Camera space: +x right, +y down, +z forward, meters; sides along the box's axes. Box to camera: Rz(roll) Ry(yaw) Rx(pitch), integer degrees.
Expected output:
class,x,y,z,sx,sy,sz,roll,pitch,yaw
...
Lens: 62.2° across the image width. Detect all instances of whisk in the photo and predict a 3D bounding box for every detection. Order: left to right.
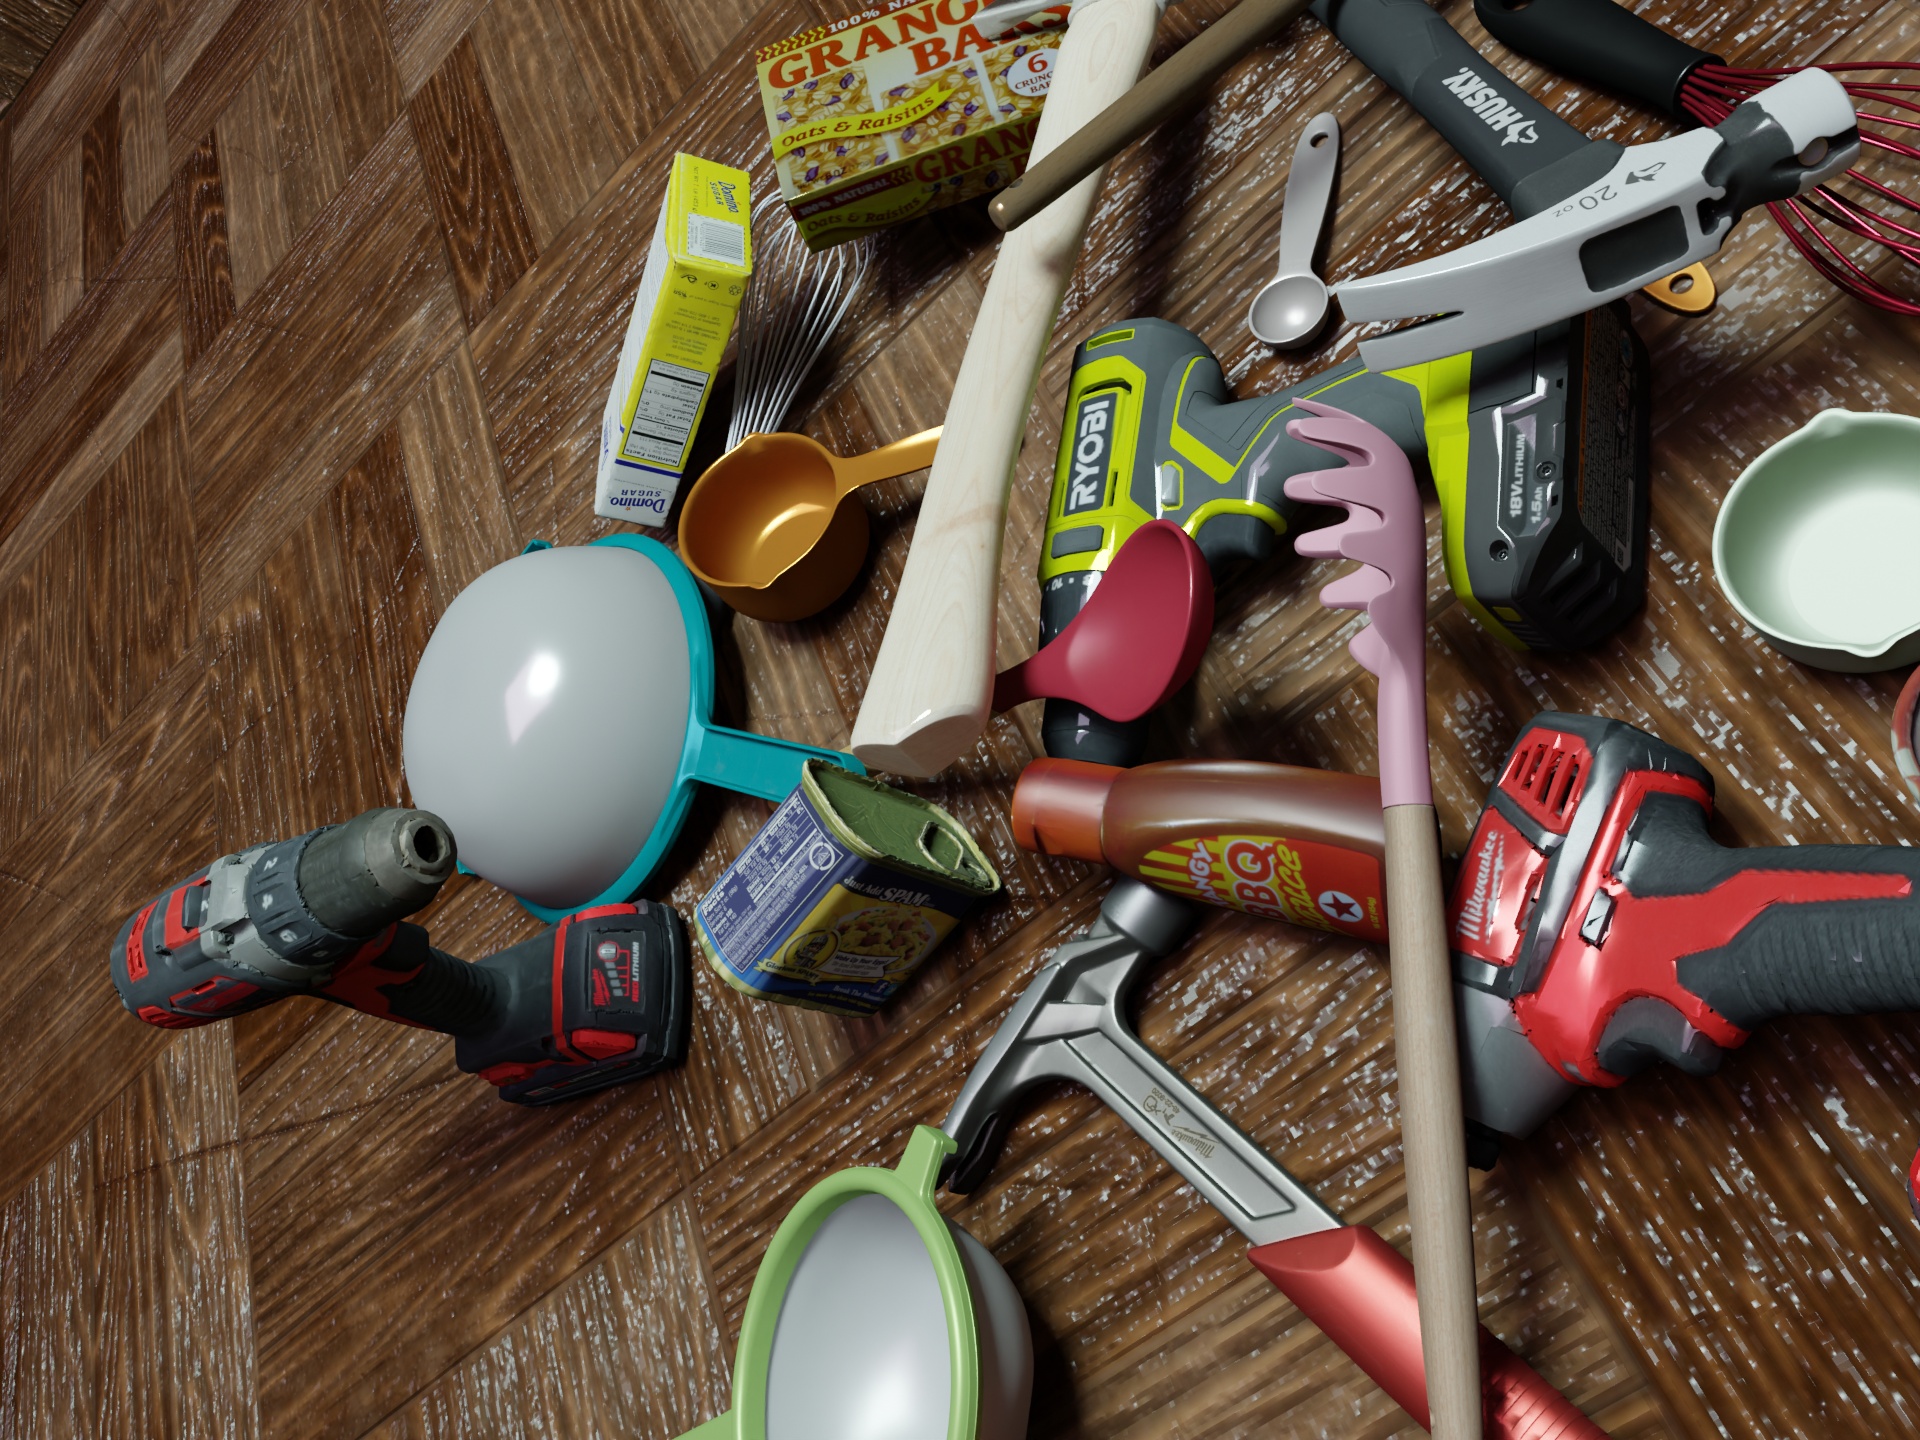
class,x,y,z,sx,sy,sz,roll,pitch,yaw
whisk,-0.109,-0.157,0.840,0.070,0.070,0.284,11,83,42
whisk,0.269,-0.213,0.549,0.073,0.073,0.296,-46,42,15

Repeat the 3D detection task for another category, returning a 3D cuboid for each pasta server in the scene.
class,x,y,z,sx,sy,sz,roll,pitch,yaw
pasta server,0.128,0.053,0.476,0.040,0.060,0.316,-3,77,6

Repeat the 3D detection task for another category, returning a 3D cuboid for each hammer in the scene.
class,x,y,z,sx,sy,sz,roll,pitch,yaw
hammer,0.018,-0.170,0.654,0.146,0.038,0.411,1,64,32
hammer,0.130,0.195,0.497,0.359,0.036,0.149,38,97,43
hammer,0.171,-0.240,0.593,0.146,0.035,0.335,-26,39,12

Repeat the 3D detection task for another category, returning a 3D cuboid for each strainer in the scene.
class,x,y,z,sx,sy,sz,roll,pitch,yaw
strainer,-0.182,0.004,0.769,0.340,0.095,0.211,10,87,48
strainer,-0.048,0.268,0.605,0.256,0.069,0.152,-42,43,40

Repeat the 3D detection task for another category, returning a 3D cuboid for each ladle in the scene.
class,x,y,z,sx,sy,sz,roll,pitch,yaw
ladle,-0.001,-0.002,0.641,0.315,0.031,0.069,-25,57,52

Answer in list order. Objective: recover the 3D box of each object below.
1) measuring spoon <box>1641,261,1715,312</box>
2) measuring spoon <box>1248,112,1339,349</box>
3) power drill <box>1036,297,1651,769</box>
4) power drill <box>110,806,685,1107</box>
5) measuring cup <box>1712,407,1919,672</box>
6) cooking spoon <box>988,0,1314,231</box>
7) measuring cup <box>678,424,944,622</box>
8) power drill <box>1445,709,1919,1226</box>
class,x,y,z,sx,sy,sz,roll,pitch,yaw
measuring spoon,0.240,-0.186,0.592,0.021,0.011,0.117,-42,54,17
measuring spoon,0.148,-0.207,0.677,0.034,0.018,0.124,-1,64,32
power drill,0.125,-0.073,0.593,0.228,0.080,0.191,-6,67,41
power drill,-0.224,0.102,0.701,0.188,0.226,0.080,-23,58,31
measuring cup,0.311,-0.060,0.459,0.167,0.038,0.083,-13,63,33
cooking spoon,0.136,-0.293,0.632,0.319,0.017,0.069,-40,37,-7
measuring cup,-0.049,-0.104,0.775,0.173,0.052,0.095,-17,58,13
power drill,0.217,0.080,0.422,0.220,0.078,0.143,15,80,61
